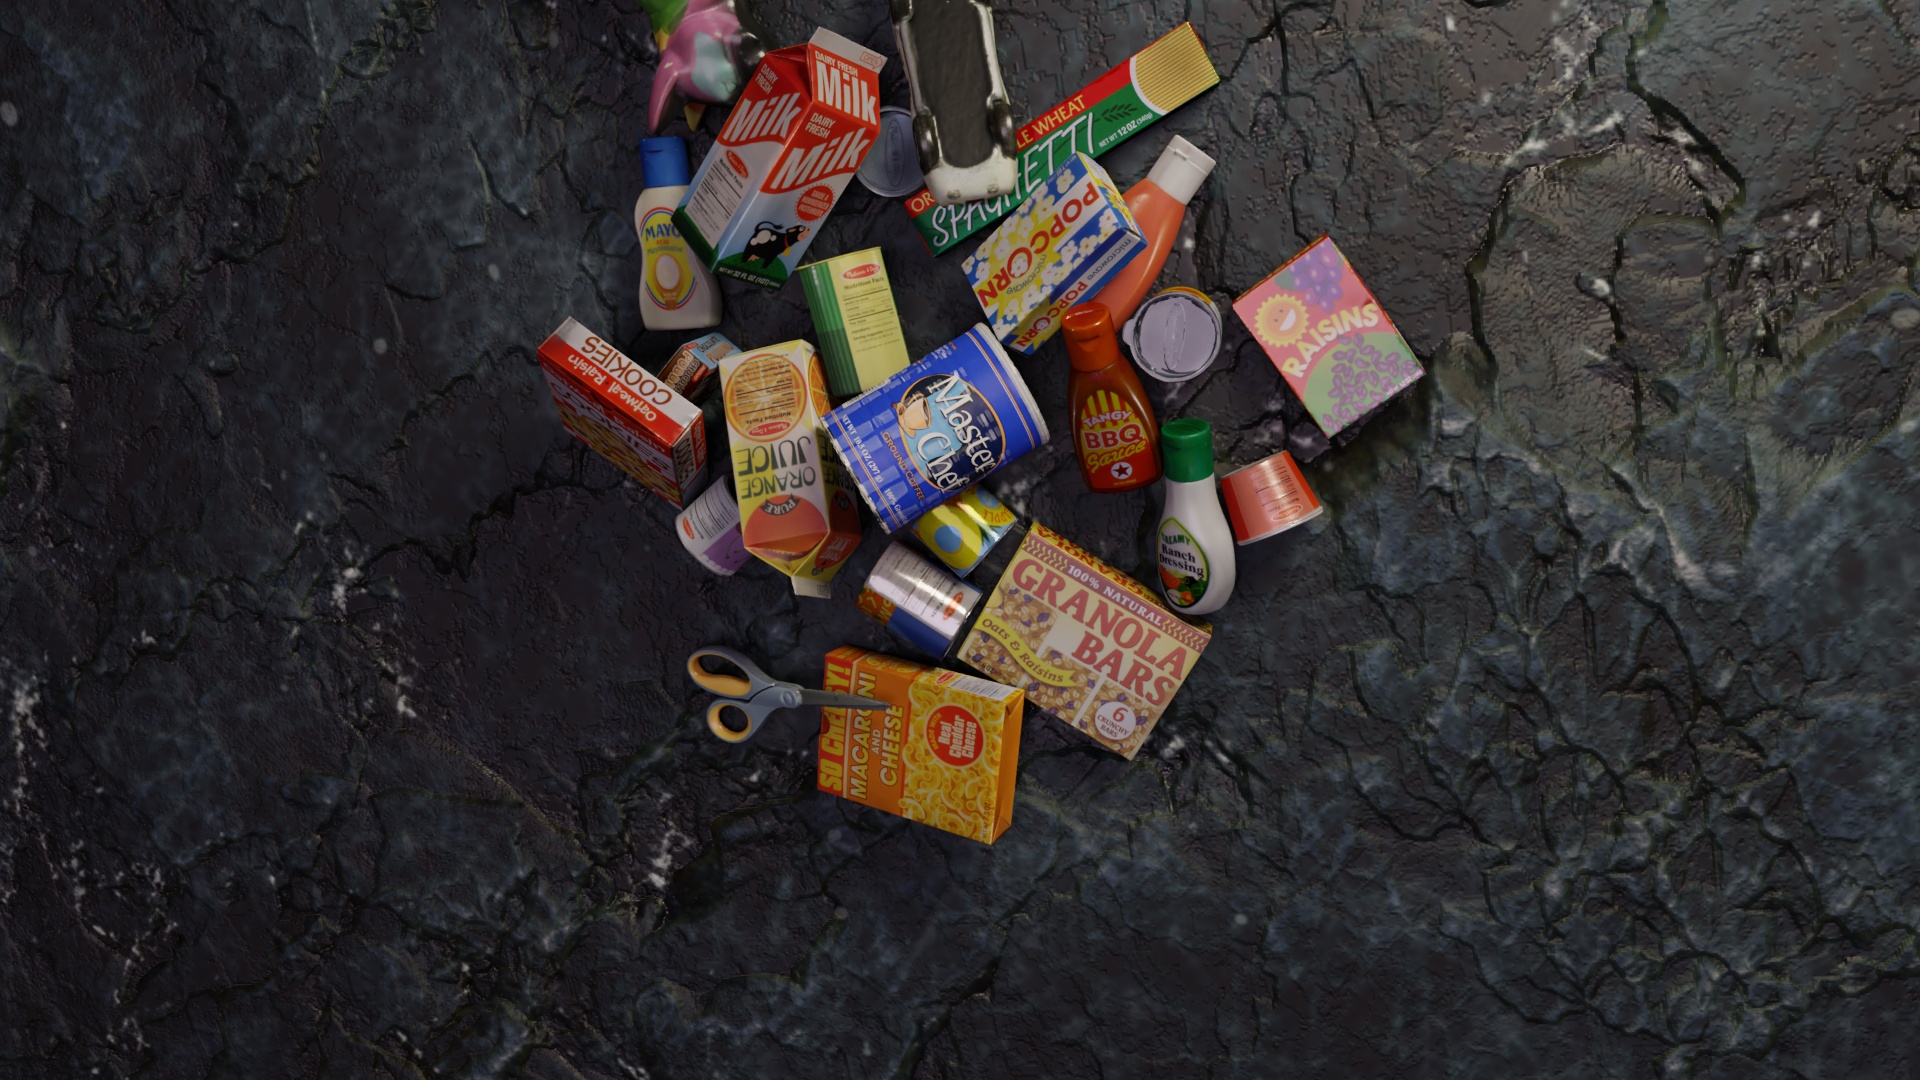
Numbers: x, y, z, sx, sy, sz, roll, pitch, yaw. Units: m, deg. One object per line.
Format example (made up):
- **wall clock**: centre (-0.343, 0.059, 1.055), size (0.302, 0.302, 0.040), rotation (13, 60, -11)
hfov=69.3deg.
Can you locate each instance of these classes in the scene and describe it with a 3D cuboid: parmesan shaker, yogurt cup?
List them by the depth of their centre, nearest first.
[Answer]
- **yogurt cup**: centre (0.230, -0.033, 1.042), size (0.072, 0.072, 0.054), rotation (-24, 89, 16)
- **parmesan shaker**: centre (-0.083, -0.167, 1.071), size (0.071, 0.071, 0.103), rotation (-12, 101, 14)

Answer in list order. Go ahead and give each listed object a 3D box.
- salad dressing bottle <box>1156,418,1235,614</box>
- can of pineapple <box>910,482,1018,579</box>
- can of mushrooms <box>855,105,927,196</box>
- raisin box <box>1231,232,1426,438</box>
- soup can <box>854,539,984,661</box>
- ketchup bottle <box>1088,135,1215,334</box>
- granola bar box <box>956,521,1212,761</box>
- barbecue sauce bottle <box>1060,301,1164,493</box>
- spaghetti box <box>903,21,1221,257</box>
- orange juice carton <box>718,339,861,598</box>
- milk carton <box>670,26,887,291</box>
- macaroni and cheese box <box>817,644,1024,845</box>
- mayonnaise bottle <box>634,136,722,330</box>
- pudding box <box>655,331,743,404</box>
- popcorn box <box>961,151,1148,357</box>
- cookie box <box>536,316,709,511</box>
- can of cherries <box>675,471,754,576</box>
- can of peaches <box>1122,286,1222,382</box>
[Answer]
- **salad dressing bottle**: centre (0.175, -0.018, 1.048), size (0.064, 0.044, 0.147), rotation (21, 128, 48)
- **can of pineapple**: centre (0.004, -0.014, 1.091), size (0.058, 0.071, 0.071), rotation (43, 108, -1)
- **can of mushrooms**: centre (-0.051, -0.295, 1.053), size (0.071, 0.033, 0.071), rotation (3, 104, 11)
- **raisin box**: centre (0.269, -0.150, 1.018), size (0.086, 0.040, 0.123), rotation (-36, 95, 18)
- **soup can**: centre (-0.033, 0.048, 1.116), size (0.084, 0.071, 0.071), rotation (32, 108, 4)
- **ketchup bottle**: centre (0.129, -0.226, 1.025), size (0.065, 0.043, 0.148), rotation (41, 108, 18)
- **granola bar box**: centre (0.098, 0.080, 1.108), size (0.165, 0.039, 0.123), rotation (30, 107, 4)
- **barbecue sauce bottle**: centre (0.108, -0.105, 1.029), size (0.065, 0.044, 0.147), rotation (-10, 127, 12)
- **spaghetti box**: centre (0.072, -0.293, 1.031), size (0.249, 0.029, 0.050), rotation (-29, 95, 16)
- **orange juice carton**: centre (-0.129, -0.050, 1.080), size (0.073, 0.072, 0.193), rotation (-11, 82, 14)
- **milk carton**: centre (-0.128, -0.287, 1.029), size (0.189, 0.072, 0.073), rotation (-53, 56, 24)
- **macaroni and cheese box**: centre (-0.036, 0.164, 1.134), size (0.166, 0.040, 0.123), rotation (12, 106, 24)
- **mayonnaise bottle**: centre (-0.228, -0.242, 1.099), size (0.065, 0.041, 0.147), rotation (-1, 103, 15)
- **pudding box**: centre (-0.208, -0.134, 1.099), size (0.030, 0.084, 0.049), rotation (40, 107, -3)
- **popcorn box**: centre (0.067, -0.209, 1.015), size (0.126, 0.038, 0.085), rotation (-41, 54, 26)
- **cookie box**: centre (-0.258, -0.093, 1.079), size (0.123, 0.167, 0.040), rotation (35, 73, 2)
- **can of cherries**: centre (-0.187, -0.014, 1.134), size (0.058, 0.072, 0.071), rotation (-41, 92, 16)
- **can of peaches**: centre (0.158, -0.154, 1.030), size (0.071, 0.058, 0.071), rotation (3, 105, 12)
